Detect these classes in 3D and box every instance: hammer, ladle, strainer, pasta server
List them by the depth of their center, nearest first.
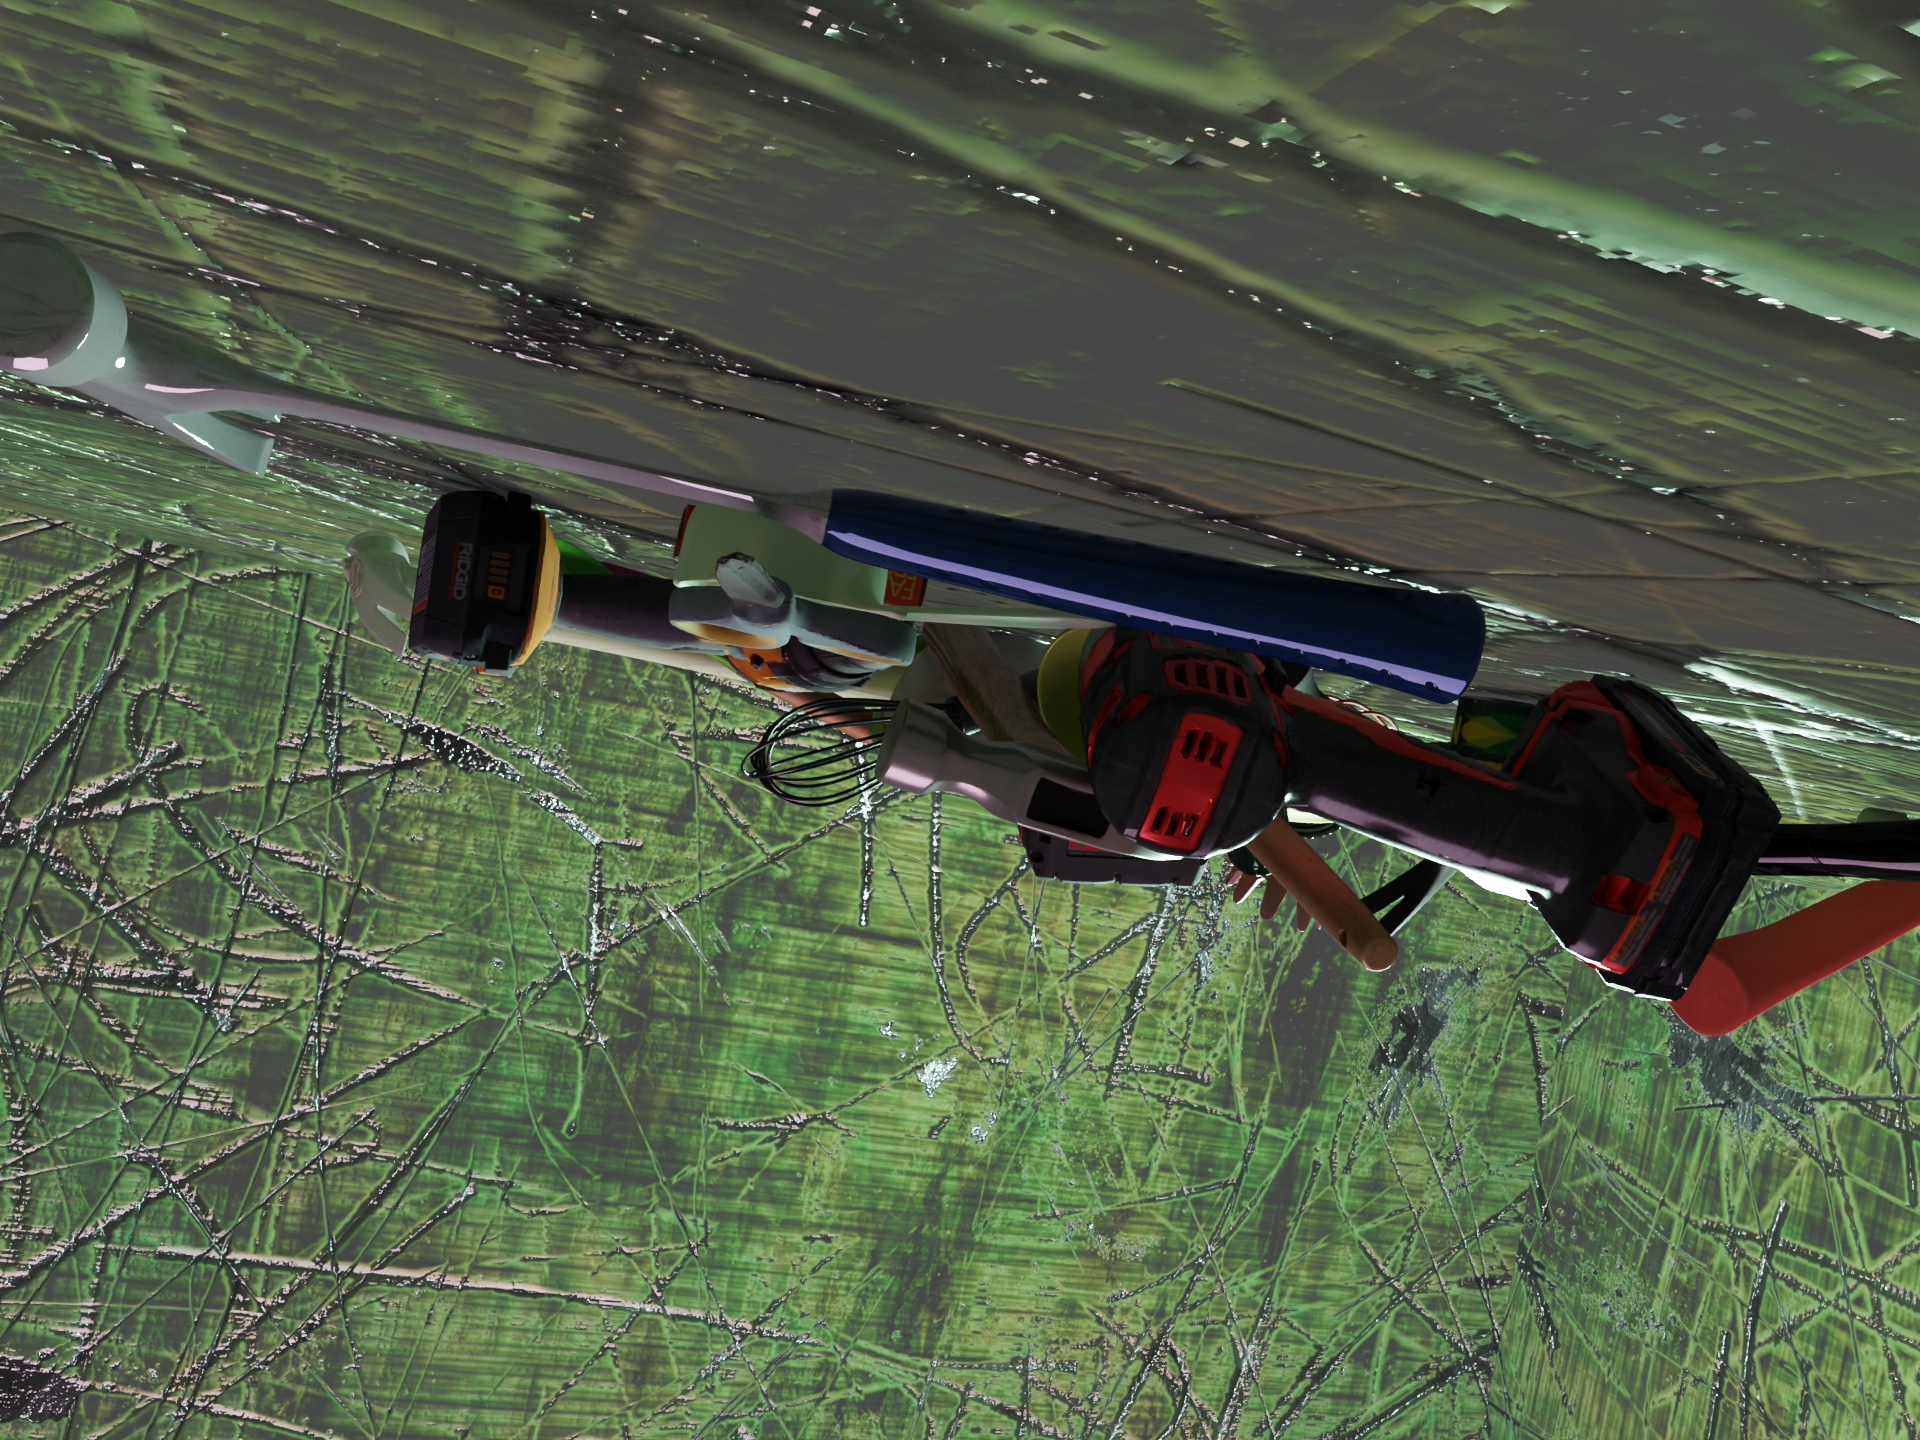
[{"bbox_3d":[-0.049,-0.062,0.465,0.405,0.035,0.144,12,178,-6],"label":"hammer"},{"bbox_3d":[0.343,0.047,0.602,0.146,0.035,0.335,27,159,-39],"label":"hammer"},{"bbox_3d":[0.094,0.028,0.654,0.062,0.078,0.320,-7,-161,-8],"label":"ladle"},{"bbox_3d":[0.019,-0.008,0.695,0.130,0.031,0.331,20,-169,-11],"label":"hammer"},{"bbox_3d":[0.447,0.093,0.759,0.359,0.036,0.149,-9,-166,-41],"label":"hammer"},{"bbox_3d":[0.215,0.033,0.828,0.036,0.149,0.408,49,-168,31],"label":"hammer"},{"bbox_3d":[0.010,-0.032,0.975,0.151,0.069,0.257,2,-161,-17],"label":"strainer"},{"bbox_3d":[-0.171,-0.043,1.009,0.410,0.038,0.146,11,-165,-31],"label":"hammer"},{"bbox_3d":[0.192,0.059,1.061,0.060,0.040,0.316,18,-166,-4],"label":"pasta server"}]

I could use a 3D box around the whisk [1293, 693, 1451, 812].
[{"bbox_3d":[0.266,0.024,0.975,0.073,0.073,0.295,10,-176,39],"label":"whisk"}]

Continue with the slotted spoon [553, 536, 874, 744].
[{"bbox_3d":[-0.109,-0.022,0.954,0.313,0.031,0.070,27,-164,-17],"label":"slotted spoon"}]

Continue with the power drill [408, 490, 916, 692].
[{"bbox_3d":[-0.142,-0.054,0.773,0.226,0.084,0.185,8,178,-23],"label":"power drill"}]

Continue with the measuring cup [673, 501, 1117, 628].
[{"bbox_3d":[-0.022,-0.055,0.559,0.168,0.038,0.083,6,175,24],"label":"measuring cup"}]

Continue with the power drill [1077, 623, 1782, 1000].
[{"bbox_3d":[0.146,0.012,0.552,0.219,0.078,0.143,15,-158,-6],"label":"power drill"}]

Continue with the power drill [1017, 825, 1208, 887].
[{"bbox_3d":[0.108,0.027,1.066,0.188,0.080,0.227,3,-160,-10],"label":"power drill"}]

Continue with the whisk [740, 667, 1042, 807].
[{"bbox_3d":[-0.001,-0.004,0.835,0.239,0.055,0.055,-16,-170,-23],"label":"whisk"}]

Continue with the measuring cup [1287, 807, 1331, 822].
[{"bbox_3d":[0.175,0.041,0.946,0.156,0.029,0.062,9,155,-35],"label":"measuring cup"}]

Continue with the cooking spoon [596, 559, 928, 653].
[{"bbox_3d":[-0.148,-0.077,1.061,0.318,0.017,0.069,13,-177,-23],"label":"cooking spoon"}]
